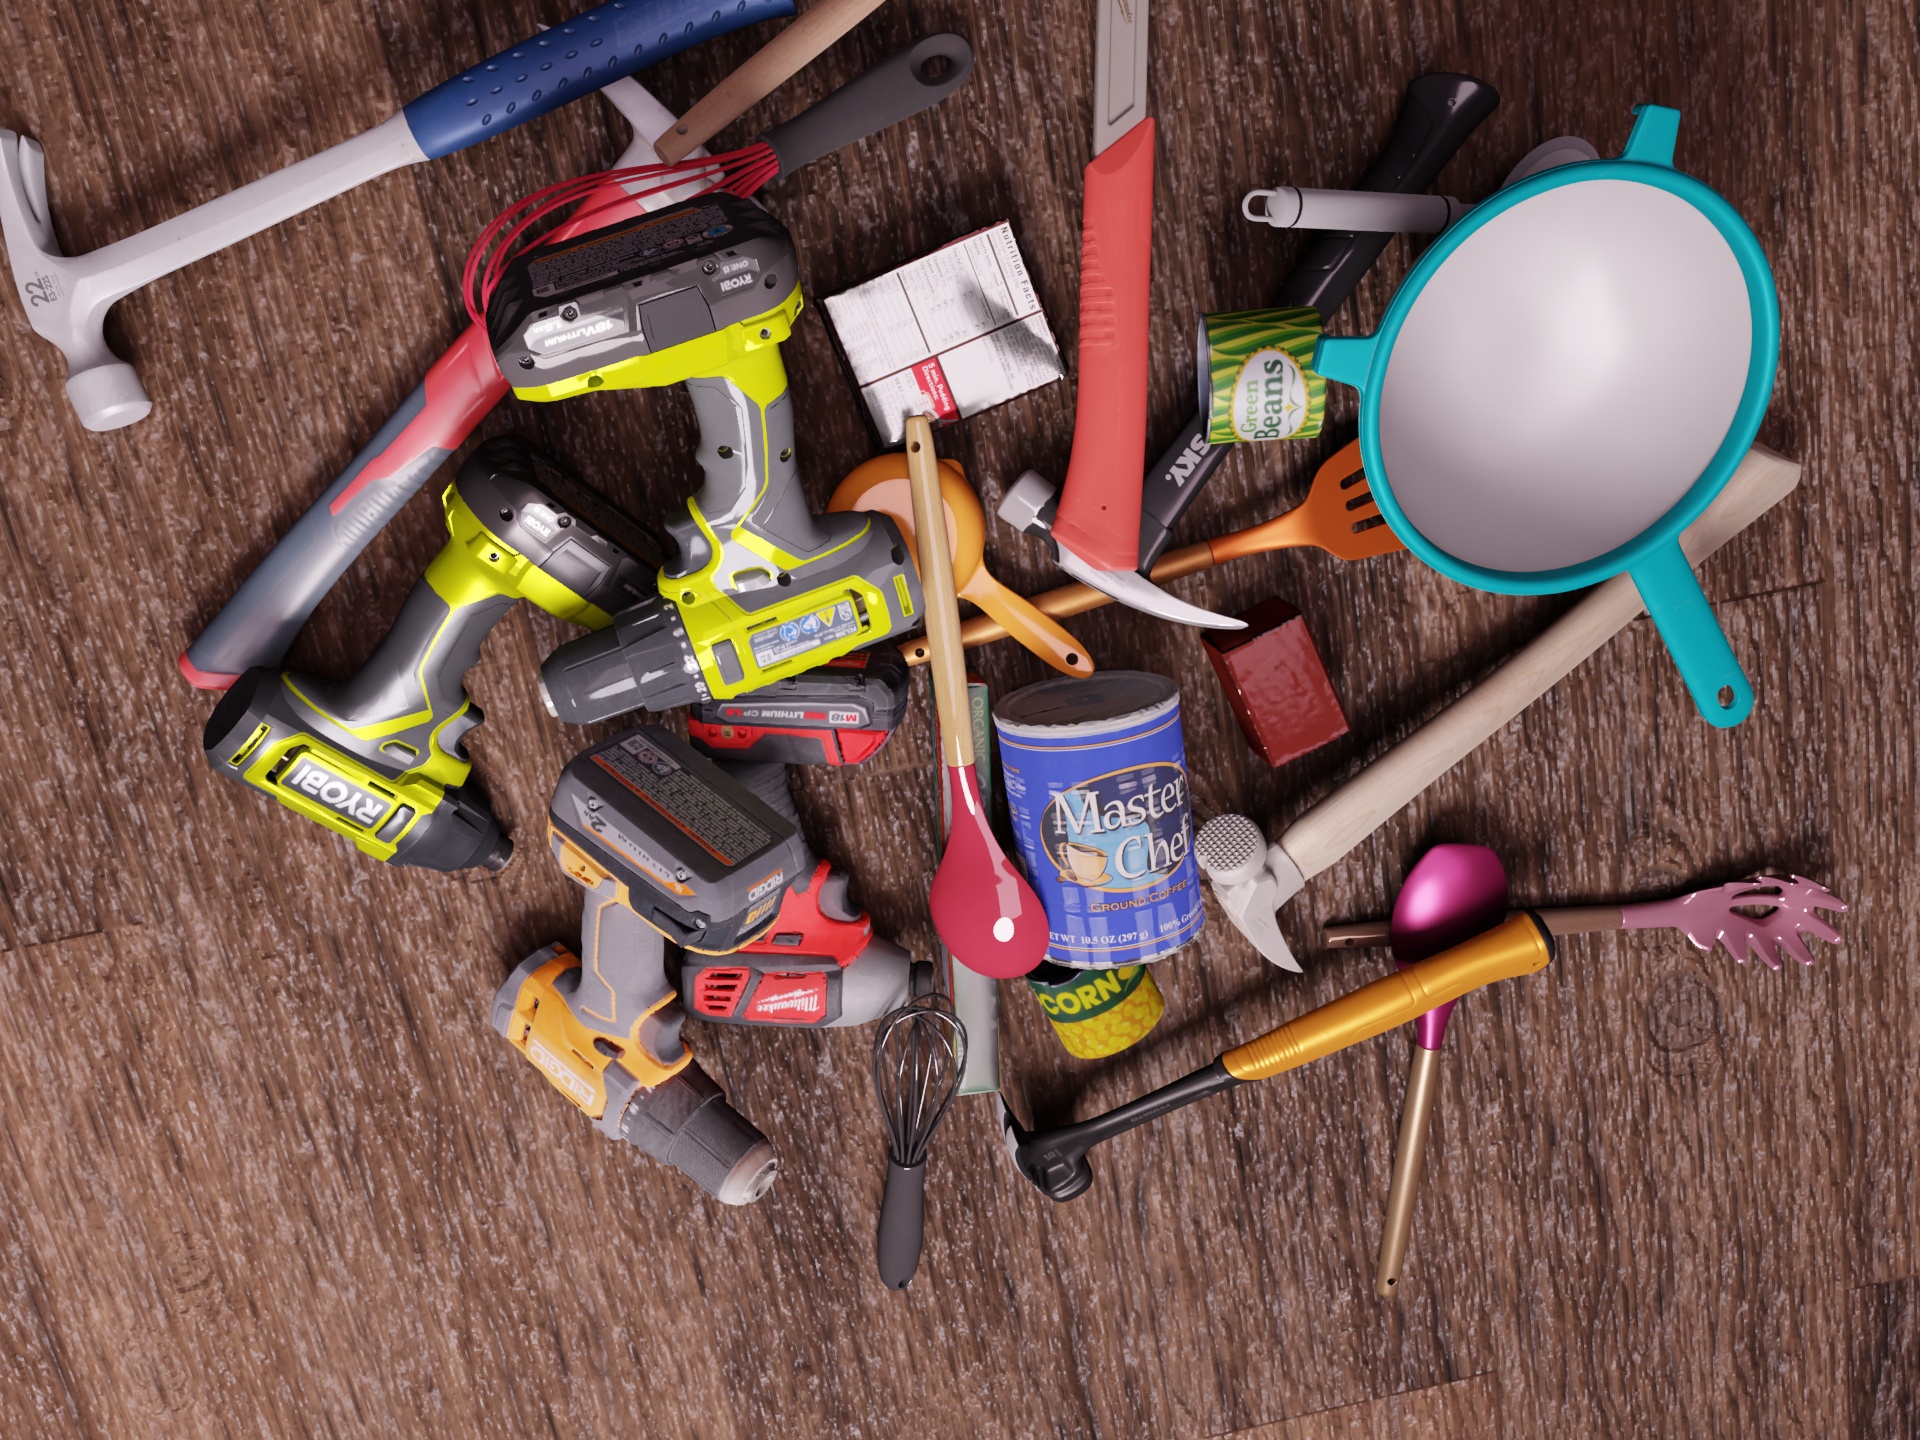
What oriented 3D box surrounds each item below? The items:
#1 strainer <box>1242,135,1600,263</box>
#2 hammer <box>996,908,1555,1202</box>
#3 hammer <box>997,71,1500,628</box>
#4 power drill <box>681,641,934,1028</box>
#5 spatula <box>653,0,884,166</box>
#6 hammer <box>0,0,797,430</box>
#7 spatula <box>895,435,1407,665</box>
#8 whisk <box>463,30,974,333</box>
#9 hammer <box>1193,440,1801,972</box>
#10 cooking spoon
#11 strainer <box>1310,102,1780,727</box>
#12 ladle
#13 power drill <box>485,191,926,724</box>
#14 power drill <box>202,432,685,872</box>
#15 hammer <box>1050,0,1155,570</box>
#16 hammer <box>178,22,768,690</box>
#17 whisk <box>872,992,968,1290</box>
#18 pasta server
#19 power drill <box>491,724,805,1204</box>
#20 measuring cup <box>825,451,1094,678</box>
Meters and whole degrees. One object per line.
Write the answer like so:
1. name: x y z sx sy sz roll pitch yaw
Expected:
1. strainer: 0.254 -0.256 0.815 0.258 0.050 0.086 -5 121 -23
2. hammer: 0.184 0.188 0.926 0.337 0.034 0.127 -25 144 4
3. hammer: 0.176 -0.201 0.852 0.146 0.035 0.335 37 94 3
4. power drill: -0.083 0.069 0.884 0.143 0.079 0.219 3 108 2
5. spatula: -0.022 -0.362 0.754 0.316 0.018 0.060 -43 85 -11
6. hammer: -0.274 -0.284 0.765 0.405 0.035 0.144 -22 97 6
7. spatula: 0.116 -0.088 0.898 0.322 0.041 0.081 -18 105 3
8. whisk: -0.109 -0.265 0.771 0.296 0.073 0.073 -36 107 -19
9. hammer: 0.316 -0.013 0.915 0.410 0.038 0.146 -39 139 -2
10. cooking spoon: 0.287 0.223 0.986 0.068 0.017 0.318 3 109 -2
11. strainer: 0.323 -0.133 0.828 0.211 0.095 0.340 -36 118 8
12. ladle: -0.001 -0.003 0.839 0.069 0.031 0.315 -1 107 23
13. power drill: -0.131 -0.107 0.739 0.190 0.080 0.228 -21 128 -7
14. power drill: -0.254 -0.023 0.834 0.223 0.080 0.171 -45 127 10
15. hammer: 0.090 -0.257 0.814 0.149 0.037 0.359 0 94 -6
16. hammer: -0.281 -0.170 0.823 0.143 0.038 0.386 43 96 -13
17. whisk: -0.029 0.254 0.935 0.055 0.055 0.238 2 123 -7
18. pasta server: 0.380 0.126 0.974 0.316 0.040 0.060 -3 113 -4
19. power drill: -0.152 0.138 0.833 0.185 0.084 0.226 35 126 18
20. measuring cup: 0.003 -0.075 0.856 0.173 0.052 0.095 37 98 -2
